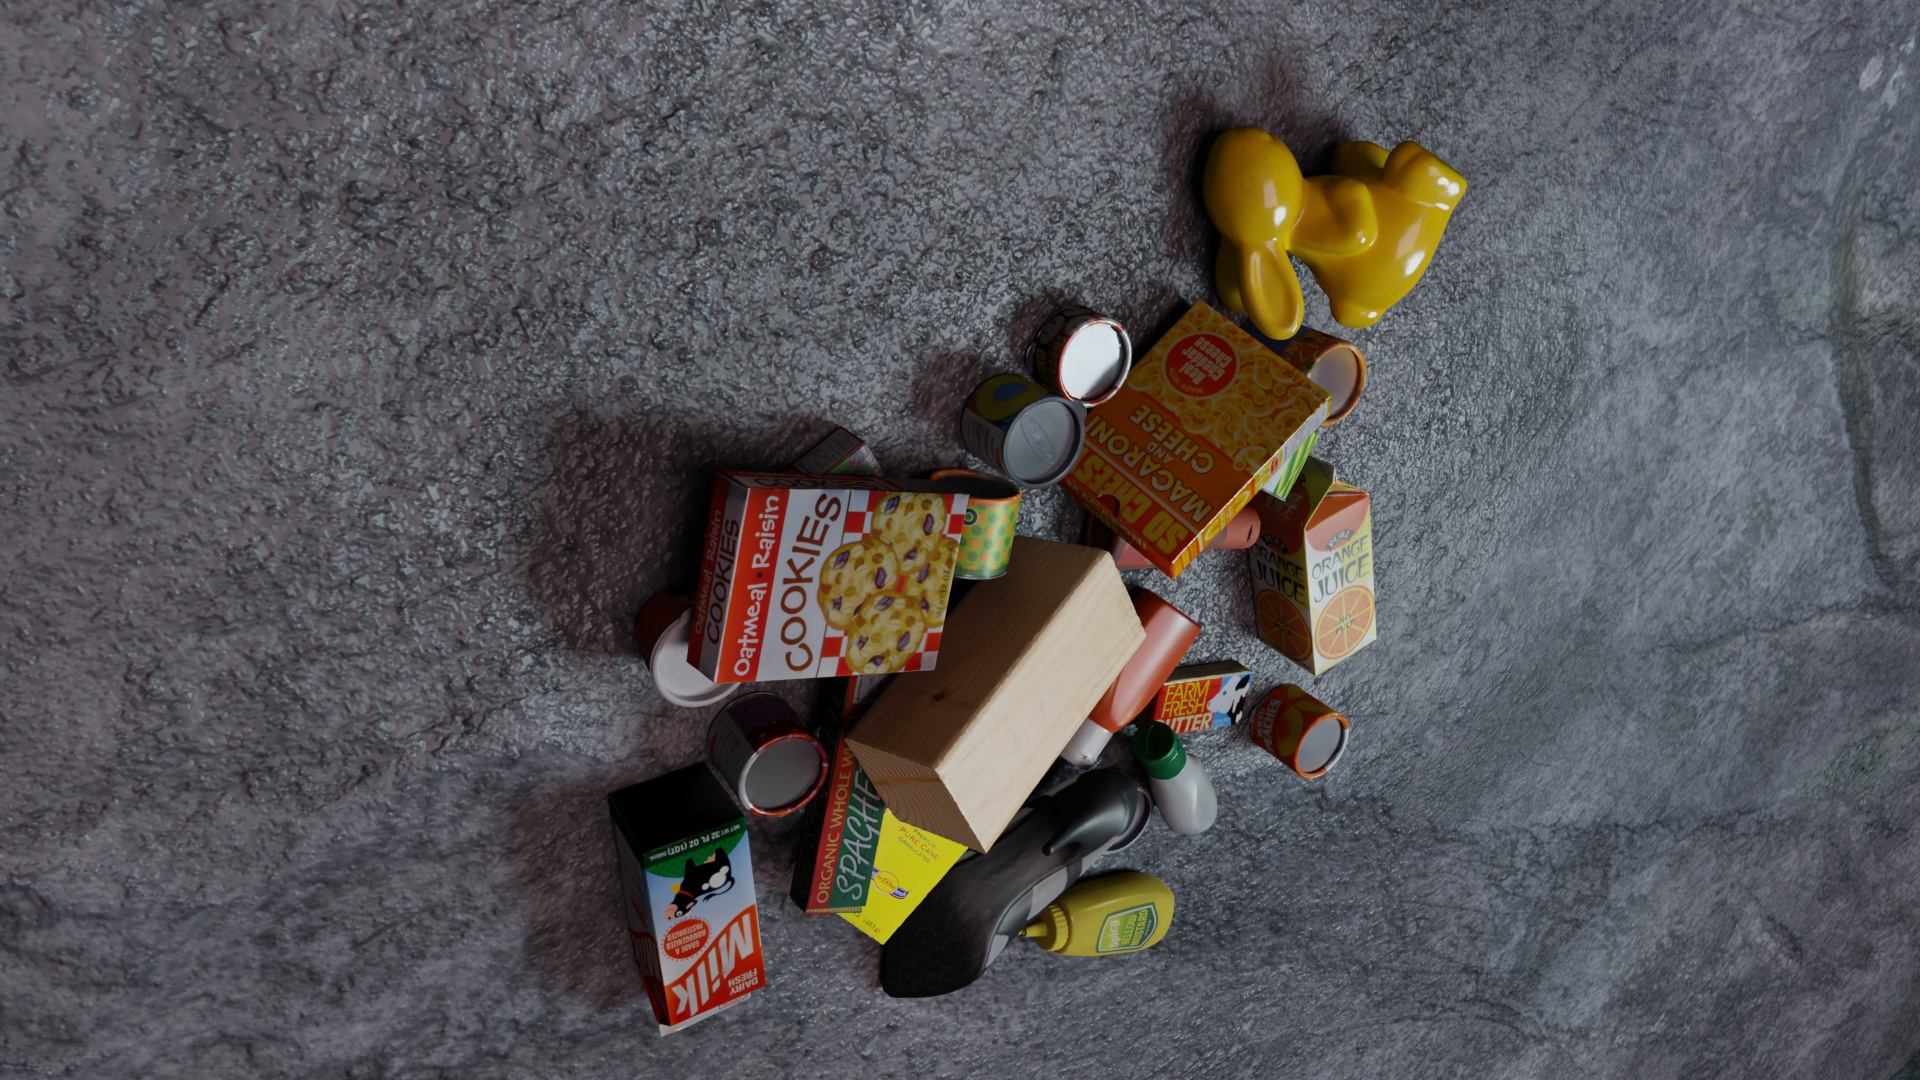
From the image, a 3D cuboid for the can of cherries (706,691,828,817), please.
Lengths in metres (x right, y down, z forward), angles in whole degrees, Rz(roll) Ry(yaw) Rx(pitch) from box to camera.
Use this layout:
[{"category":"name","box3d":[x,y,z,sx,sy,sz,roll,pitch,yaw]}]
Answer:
[{"category":"can of cherries","box3d":[-0.129,0.145,0.944,0.072,0.058,0.071,-14,119,-27]}]

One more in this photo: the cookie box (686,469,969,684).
[{"category":"cookie box","box3d":[-0.081,0.022,0.867,0.168,0.040,0.122,1,106,-40]}]

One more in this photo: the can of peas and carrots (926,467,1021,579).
[{"category":"can of peas and carrots","box3d":[0.003,-0.012,0.951,0.071,0.071,0.058,-3,113,-32]}]

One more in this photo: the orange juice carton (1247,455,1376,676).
[{"category":"orange juice carton","box3d":[0.288,0.009,1.146,0.073,0.072,0.191,-27,125,-21]}]

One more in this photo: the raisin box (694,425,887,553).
[{"category":"raisin box","box3d":[-0.098,-0.002,0.907,0.123,0.040,0.085,-39,128,-11]}]

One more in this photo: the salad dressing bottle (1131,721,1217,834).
[{"category":"salad dressing bottle","box3d":[0.178,0.197,1.158,0.147,0.044,0.064,57,36,-51]}]

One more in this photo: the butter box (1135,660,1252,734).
[{"category":"butter box","box3d":[0.197,0.134,1.176,0.104,0.024,0.053,-3,113,-33]}]

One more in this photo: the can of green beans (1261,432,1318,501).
[{"category":"can of green beans","box3d":[0.235,-0.071,1.077,0.071,0.071,0.057,21,99,-38]}]

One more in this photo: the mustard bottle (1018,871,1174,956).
[{"category":"mustard bottle","box3d":[0.110,0.327,1.194,0.160,0.049,0.065,-1,111,-33]}]

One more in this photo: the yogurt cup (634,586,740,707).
[{"category":"yogurt cup","box3d":[-0.172,0.064,0.879,0.072,0.054,0.072,-15,119,-27]}]

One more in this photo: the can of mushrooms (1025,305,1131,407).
[{"category":"can of mushrooms","box3d":[0.083,-0.128,0.971,0.071,0.033,0.070,-15,120,-28]}]

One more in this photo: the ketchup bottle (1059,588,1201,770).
[{"category":"ketchup bottle","box3d":[0.129,0.114,1.109,0.064,0.043,0.149,34,91,-41]}]

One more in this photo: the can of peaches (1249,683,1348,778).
[{"category":"can of peaches","box3d":[0.302,0.170,1.241,0.071,0.058,0.071,-15,120,-28]}]

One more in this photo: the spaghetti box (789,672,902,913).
[{"category":"spaghetti box","box3d":[-0.071,0.137,0.967,0.050,0.029,0.249,8,96,-35]}]

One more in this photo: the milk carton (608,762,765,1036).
[{"category":"milk carton","box3d":[-0.184,0.257,0.951,0.072,0.073,0.189,-16,120,-27]}]

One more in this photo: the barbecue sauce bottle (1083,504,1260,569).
[{"category":"barbecue sauce bottle","box3d":[0.166,-0.011,1.074,0.149,0.044,0.064,-1,111,-34]}]

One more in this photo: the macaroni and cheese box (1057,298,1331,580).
[{"category":"macaroni and cheese box","box3d":[0.161,-0.074,0.989,0.166,0.124,0.040,-46,157,-7]}]

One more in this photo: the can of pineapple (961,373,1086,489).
[{"category":"can of pineapple","box3d":[0.044,-0.076,0.953,0.071,0.058,0.070,-15,120,-27]}]

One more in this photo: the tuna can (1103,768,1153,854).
[{"category":"tuna can","box3d":[0.124,0.229,1.167,0.071,0.033,0.070,-14,119,-28]}]

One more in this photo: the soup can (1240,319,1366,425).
[{"category":"soup can","box3d":[0.256,-0.131,1.051,0.071,0.084,0.071,-14,119,-28]}]
